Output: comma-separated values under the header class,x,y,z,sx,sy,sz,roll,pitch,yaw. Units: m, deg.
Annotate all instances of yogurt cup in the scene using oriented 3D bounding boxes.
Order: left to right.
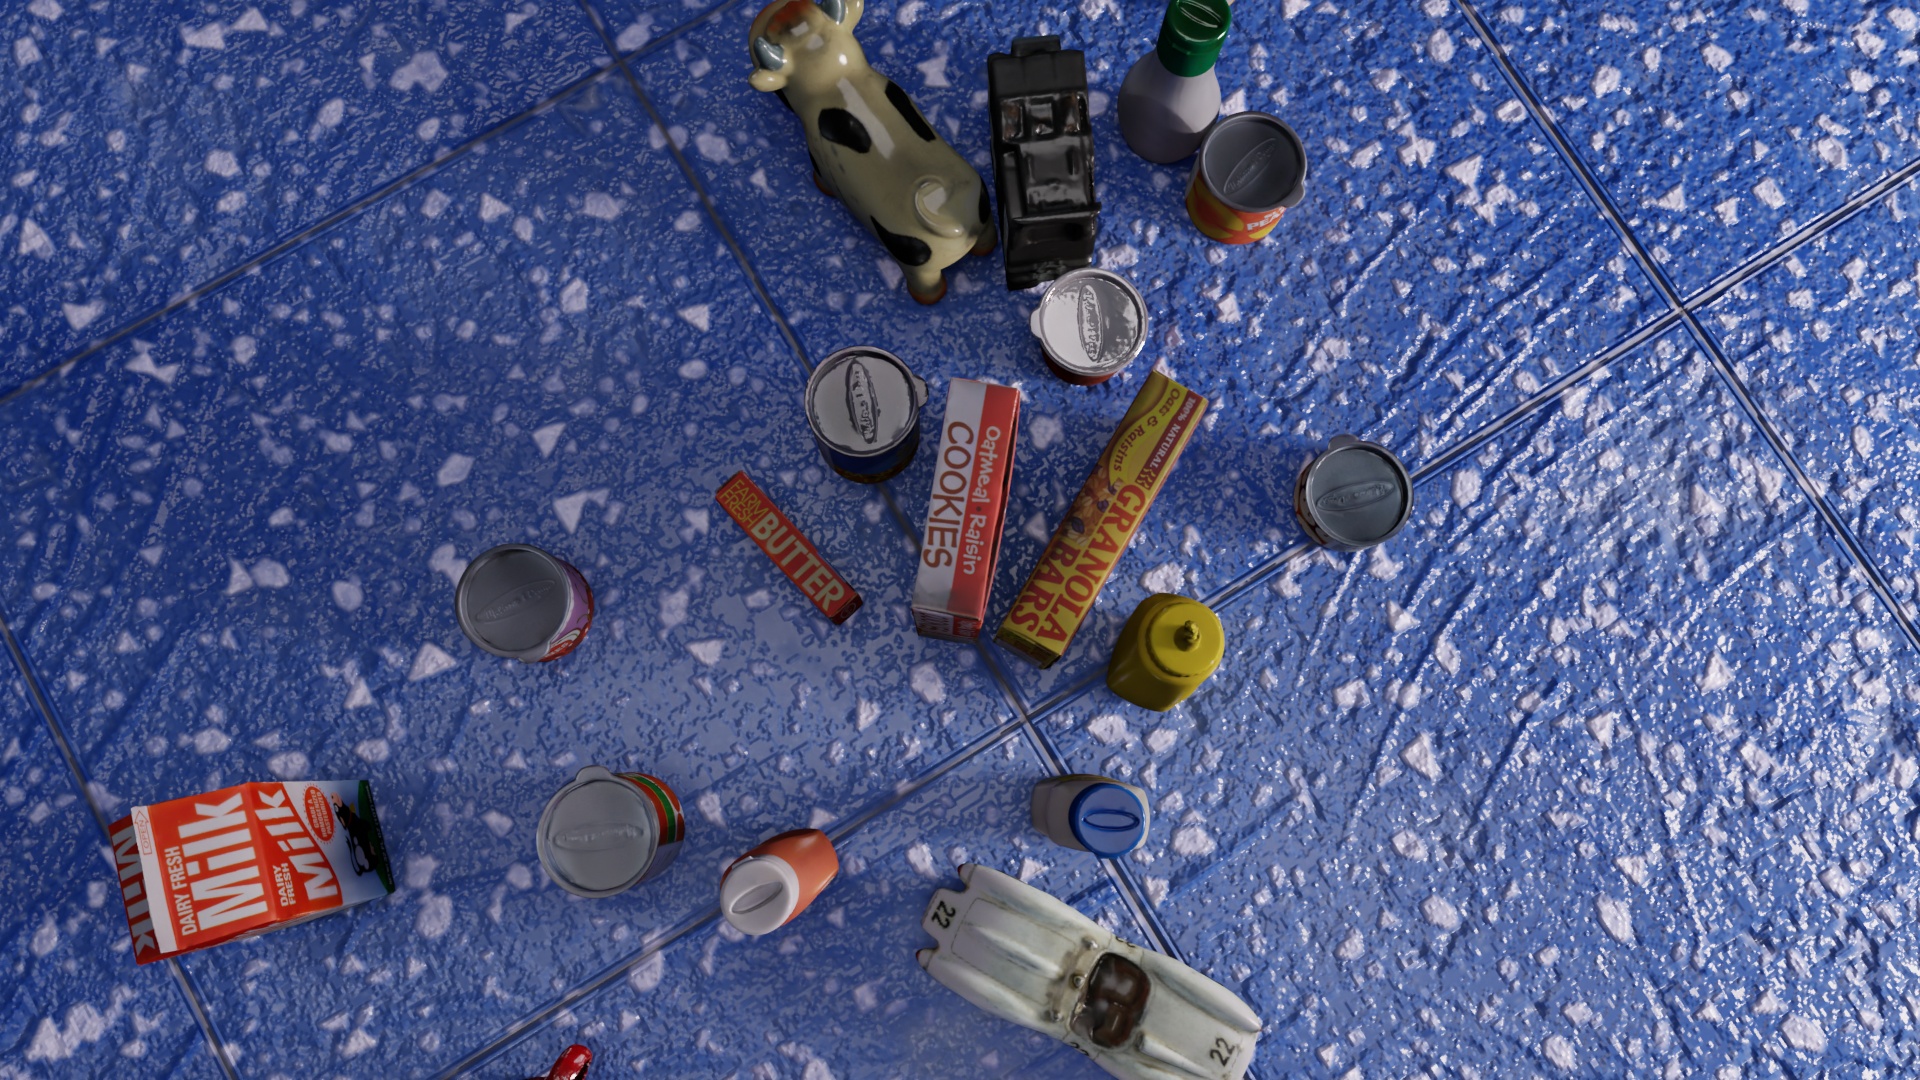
class,x,y,z,sx,sy,sz,roll,pitch,yaw
yogurt cup,0.079,-0.128,0.859,0.072,0.054,0.072,0,81,-1

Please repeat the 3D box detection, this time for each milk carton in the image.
class,x,y,z,sx,sy,sz,roll,pitch,yaw
milk carton,-0.377,0.171,0.732,0.073,0.190,0.072,-18,82,-4

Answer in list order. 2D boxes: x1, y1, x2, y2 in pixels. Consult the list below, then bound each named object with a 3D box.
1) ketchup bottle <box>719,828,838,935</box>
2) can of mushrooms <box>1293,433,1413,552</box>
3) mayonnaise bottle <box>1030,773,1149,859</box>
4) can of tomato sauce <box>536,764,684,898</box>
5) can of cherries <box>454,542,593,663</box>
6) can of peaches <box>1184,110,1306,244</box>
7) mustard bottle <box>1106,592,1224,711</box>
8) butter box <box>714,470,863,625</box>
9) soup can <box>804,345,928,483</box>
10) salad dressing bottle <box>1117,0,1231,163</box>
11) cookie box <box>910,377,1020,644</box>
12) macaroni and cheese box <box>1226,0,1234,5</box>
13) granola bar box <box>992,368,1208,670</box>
class,x,y,z,sx,sy,sz,roll,pitch,yaw
ketchup bottle,-0.103,0.186,0.756,0.065,0.148,0.043,-28,83,-5
can of mushrooms,0.241,-0.029,0.856,0.071,0.033,0.071,0,81,-1
mayonnaise bottle,0.075,0.150,0.765,0.065,0.148,0.041,2,81,-1
can of tomato sauce,-0.197,0.164,0.791,0.071,0.083,0.071,0,81,-1
can of cherries,-0.256,0.041,0.823,0.071,0.058,0.071,0,81,-1
can of peaches,0.180,-0.225,0.875,0.071,0.058,0.071,0,81,-1
mustard bottle,0.117,0.060,0.775,0.049,0.160,0.065,24,82,3
butter box,-0.103,0.006,0.834,0.024,0.053,0.103,-43,84,-7
soup can,-0.054,-0.074,0.832,0.071,0.083,0.071,0,81,-1
salad dressing bottle,0.131,-0.278,0.837,0.064,0.147,0.044,31,82,4
cookie box,0.003,-0.010,0.781,0.040,0.167,0.123,9,81,0
macaroni and cheese box,0.134,-0.408,0.849,0.124,0.166,0.040,42,83,5
granola bar box,0.078,-0.007,0.803,0.039,0.124,0.166,30,82,4
